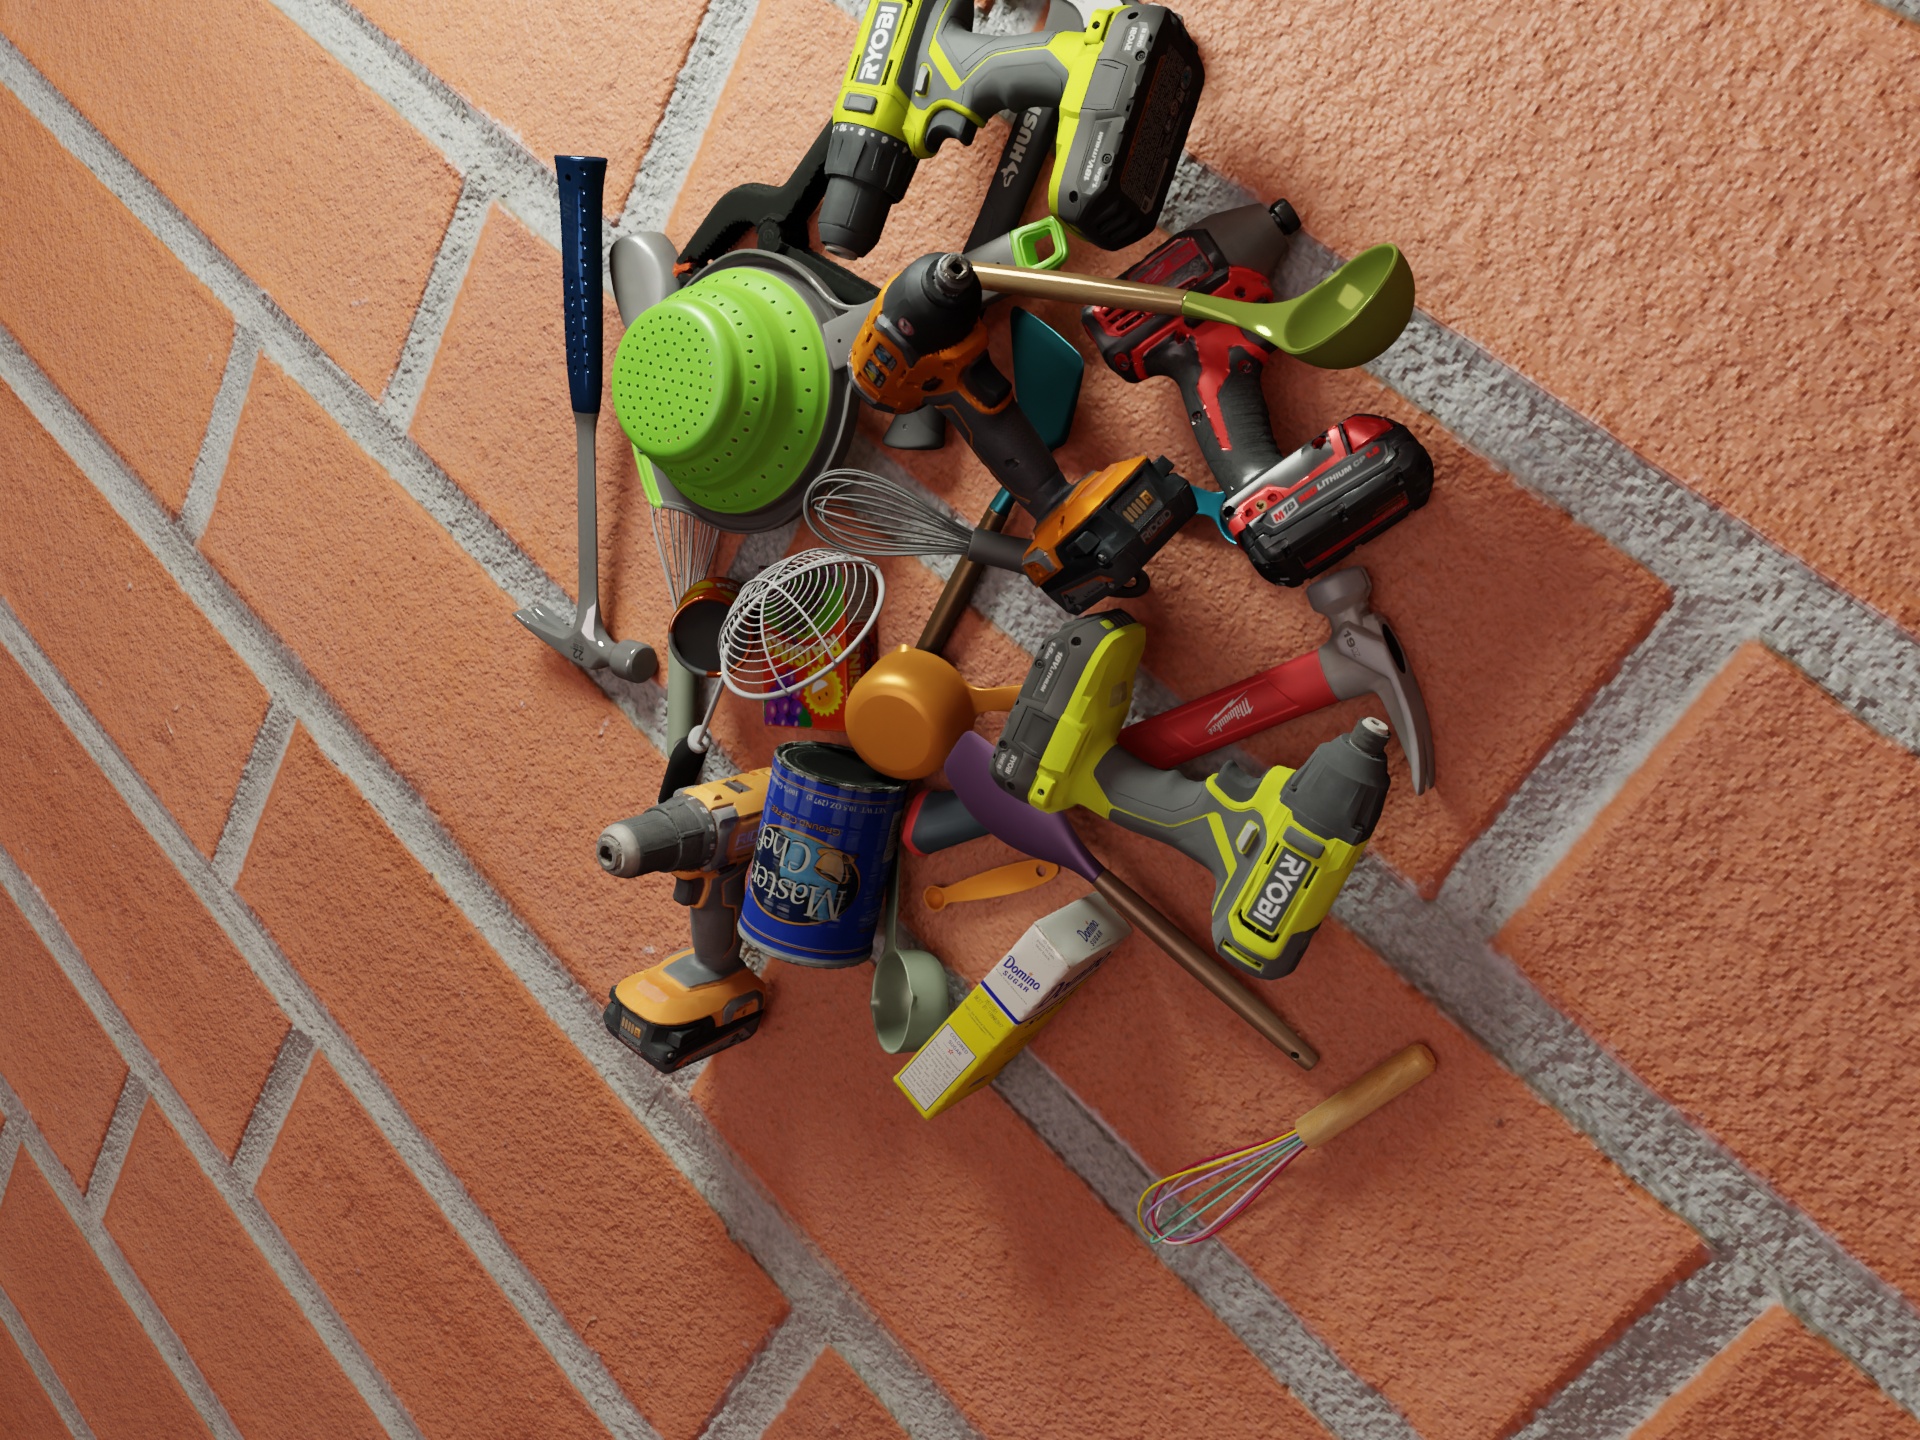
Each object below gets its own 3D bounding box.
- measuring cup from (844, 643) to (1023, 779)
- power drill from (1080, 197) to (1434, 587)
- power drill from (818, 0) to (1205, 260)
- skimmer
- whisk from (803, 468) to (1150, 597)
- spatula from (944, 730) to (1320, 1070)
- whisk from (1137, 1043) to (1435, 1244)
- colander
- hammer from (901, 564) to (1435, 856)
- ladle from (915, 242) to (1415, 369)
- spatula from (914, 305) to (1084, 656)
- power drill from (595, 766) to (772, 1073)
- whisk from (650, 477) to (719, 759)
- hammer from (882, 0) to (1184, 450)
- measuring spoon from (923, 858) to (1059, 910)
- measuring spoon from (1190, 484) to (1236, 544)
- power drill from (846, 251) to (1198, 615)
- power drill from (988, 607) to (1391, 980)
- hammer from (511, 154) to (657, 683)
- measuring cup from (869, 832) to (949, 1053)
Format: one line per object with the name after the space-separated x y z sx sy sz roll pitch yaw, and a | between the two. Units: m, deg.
-0.002 -0.004 1.114 0.174 0.052 0.095 -3 113 28 | measuring cup
0.181 -0.203 0.951 0.143 0.078 0.220 -34 72 13 | power drill
0.018 -0.367 0.987 0.229 0.080 0.190 21 96 29 | power drill
-0.153 -0.003 1.171 0.090 0.127 0.363 24 145 -8 | skimmer
0.010 -0.120 1.059 0.239 0.055 0.055 14 107 3 | whisk
0.111 0.123 1.060 0.316 0.018 0.059 40 126 12 | spatula
0.206 0.278 1.033 0.245 0.051 0.047 -43 68 27 | whisk
-0.112 -0.257 1.087 0.397 0.094 0.204 -17 84 32 | colander
0.119 0.036 1.058 0.386 0.038 0.143 -24 85 34 | hammer
0.106 -0.255 0.925 0.320 0.062 0.078 16 61 28 | ladle
0.007 -0.126 1.106 0.082 0.044 0.317 48 122 36 | spatula
-0.210 0.152 1.209 0.084 0.185 0.226 27 114 31 | power drill
-0.220 -0.083 1.267 0.059 0.057 0.246 -146 57 -63 | whisk
0.019 -0.334 1.073 0.146 0.035 0.334 35 115 24 | hammer
0.023 0.118 1.153 0.117 0.011 0.021 -18 89 31 | measuring spoon
0.153 -0.141 1.026 0.129 0.021 0.042 21 98 39 | measuring spoon
0.033 -0.179 0.958 0.226 0.084 0.164 46 163 -4 | power drill
0.143 0.031 0.976 0.223 0.080 0.171 32 116 19 | power drill
-0.304 -0.237 1.270 0.144 0.035 0.405 18 115 31 | hammer
-0.035 0.163 1.181 0.083 0.038 0.168 153 120 -62 | measuring cup
